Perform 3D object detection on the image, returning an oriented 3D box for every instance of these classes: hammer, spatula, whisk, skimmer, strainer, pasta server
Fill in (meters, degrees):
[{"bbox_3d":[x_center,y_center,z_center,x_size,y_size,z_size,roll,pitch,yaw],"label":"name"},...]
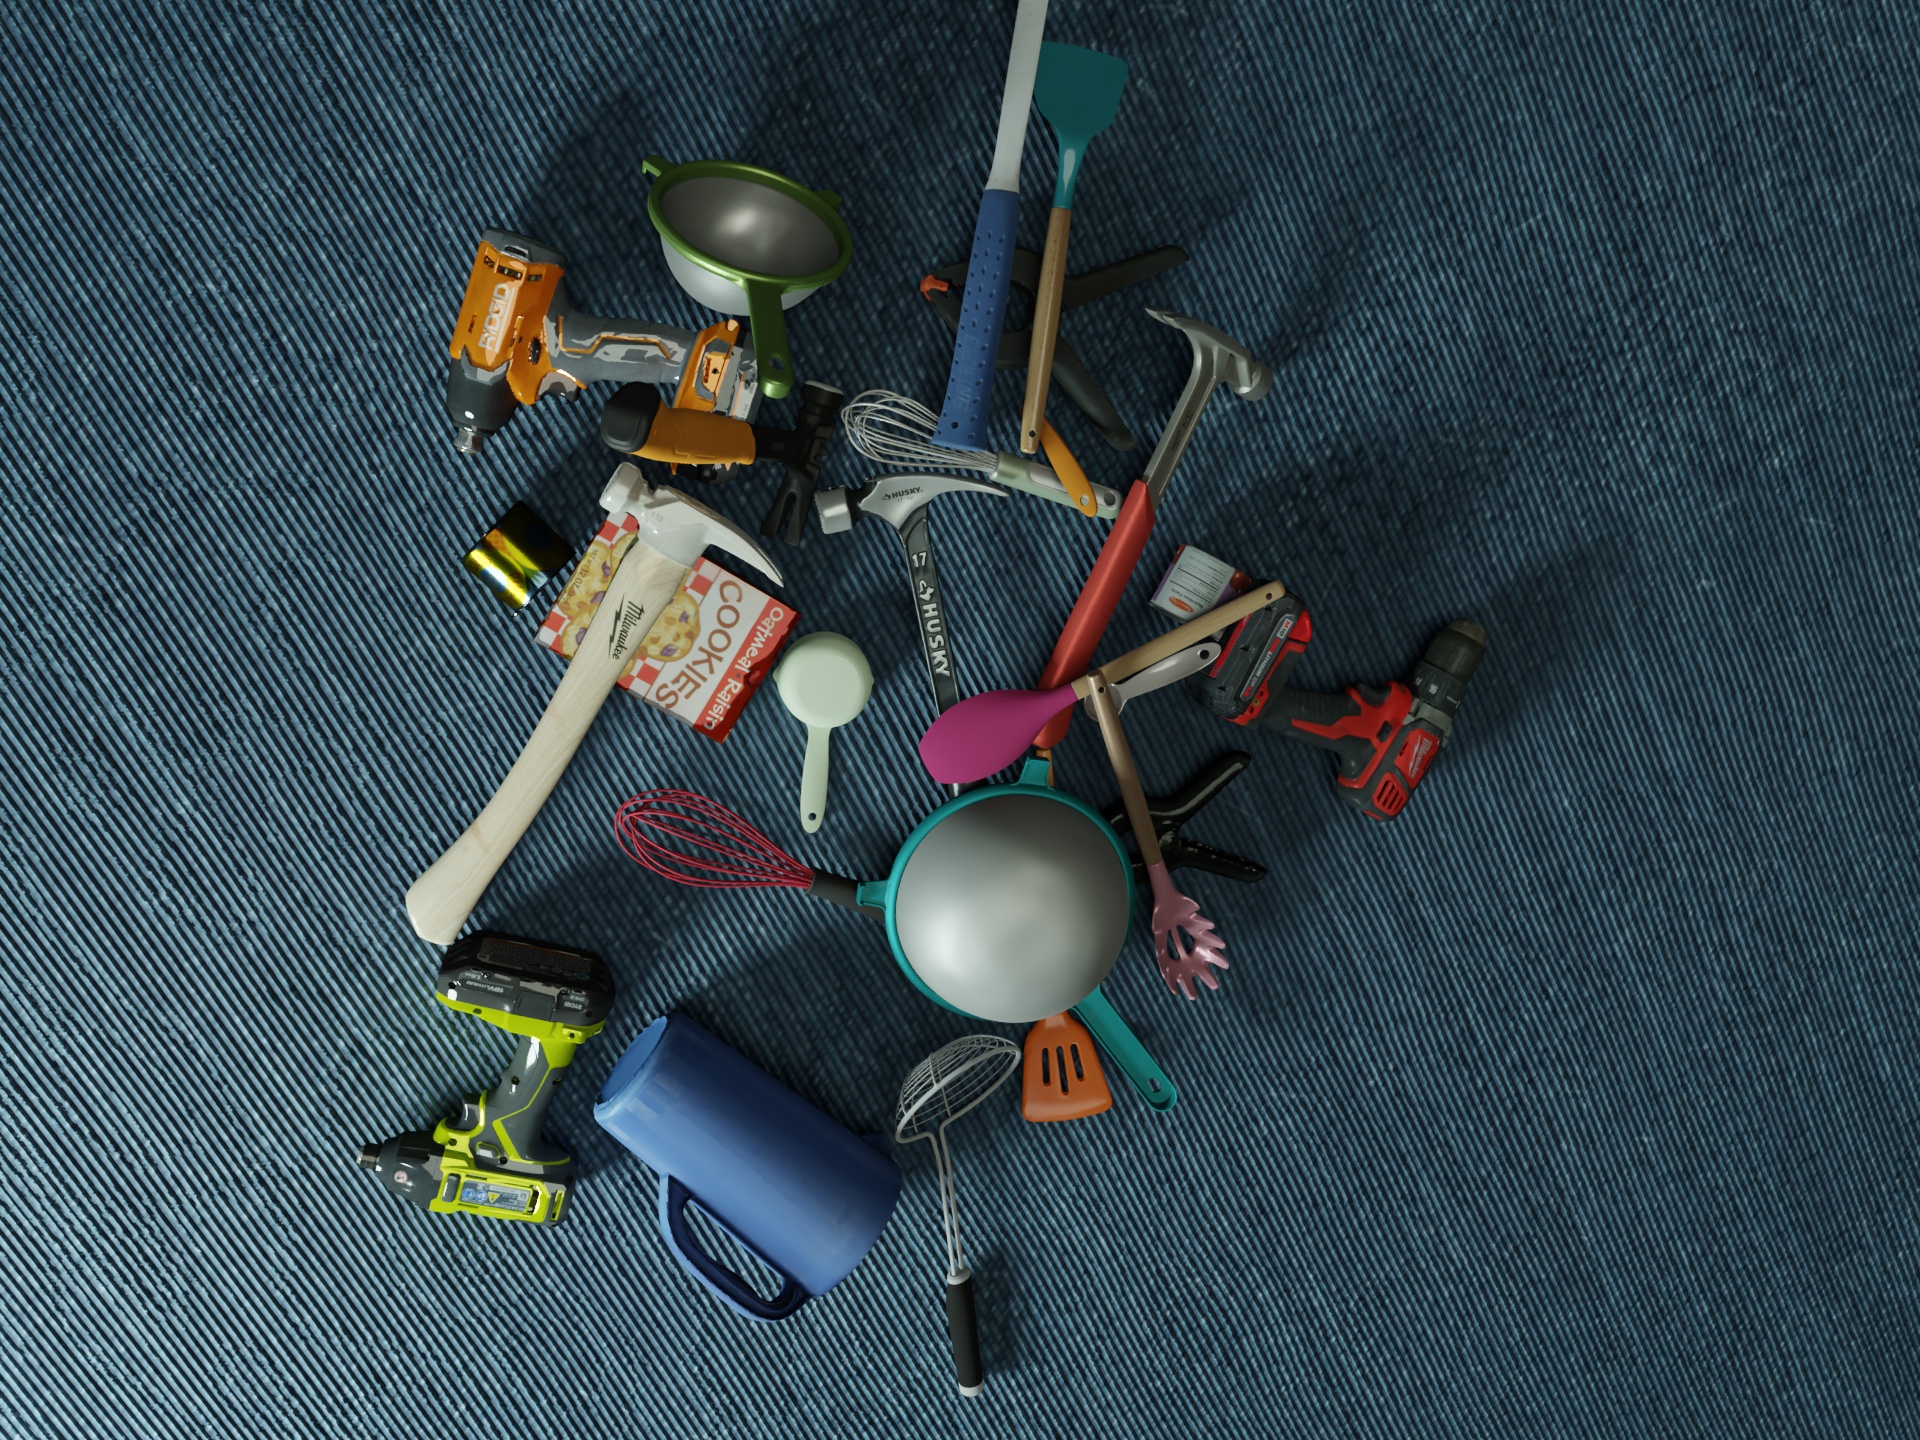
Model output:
[{"bbox_3d":[-0.297,0.010,1.218,0.146,0.038,0.410,30,105,-17],"label":"hammer"},{"bbox_3d":[0.081,0.183,1.360,0.081,0.041,0.322,-5,102,-9],"label":"spatula"},{"bbox_3d":[-0.161,-0.185,1.093,0.034,0.337,0.127,20,100,11],"label":"hammer"},{"bbox_3d":[0.021,-0.206,1.264,0.246,0.059,0.058,16,72,-18],"label":"whisk"},{"bbox_3d":[0.010,0.438,1.373,0.127,0.090,0.363,-18,109,-37],"label":"skimmer"},{"bbox_3d":[0.073,-0.363,1.222,0.082,0.044,0.317,7,94,-11],"label":"spatula"},{"bbox_3d":[-0.140,0.123,1.298,0.295,0.073,0.073,22,97,-21],"label":"whisk"},{"bbox_3d":[0.085,0.211,1.297,0.211,0.095,0.340,-37,105,2],"label":"strainer"},{"bbox_3d":[-0.002,-0.004,1.294,0.149,0.036,0.408,-13,108,-3],"label":"hammer"},{"bbox_3d":[0.156,0.097,1.313,0.060,0.040,0.316,-25,117,-9],"label":"pasta server"},{"bbox_3d":[0.128,-0.145,1.278,0.149,0.037,0.359,14,105,-47],"label":"hammer"},{"bbox_3d":[0.038,-0.405,1.187,0.144,0.035,0.405,11,96,14],"label":"hammer"},{"bbox_3d":[-0.150,-0.301,1.137,0.151,0.257,0.069,4,140,-21],"label":"strainer"}]

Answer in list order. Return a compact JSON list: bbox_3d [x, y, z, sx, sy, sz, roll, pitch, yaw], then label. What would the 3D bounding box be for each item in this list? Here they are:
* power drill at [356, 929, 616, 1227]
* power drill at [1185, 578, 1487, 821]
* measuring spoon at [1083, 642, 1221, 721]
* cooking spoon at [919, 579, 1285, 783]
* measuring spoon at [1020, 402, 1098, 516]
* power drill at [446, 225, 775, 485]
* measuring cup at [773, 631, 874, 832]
[{"bbox_3d":[-0.377,0.291,1.276,0.171,0.080,0.223,15,102,-14],"label":"power drill"},{"bbox_3d":[0.326,-0.038,1.345,0.226,0.080,0.188,28,95,-18],"label":"power drill"},{"bbox_3d":[0.161,-0.034,1.325,0.124,0.018,0.034,-25,80,14],"label":"measuring spoon"},{"bbox_3d":[0.114,-0.035,1.271,0.319,0.017,0.068,-27,110,3],"label":"cooking spoon"},{"bbox_3d":[0.077,-0.208,1.256,0.021,0.011,0.117,-42,66,33],"label":"measuring spoon"},{"bbox_3d":[-0.264,-0.250,1.182,0.226,0.084,0.164,18,99,-10],"label":"power drill"},{"bbox_3d":[-0.113,0.013,1.286,0.083,0.038,0.167,4,99,-12],"label":"measuring cup"}]
